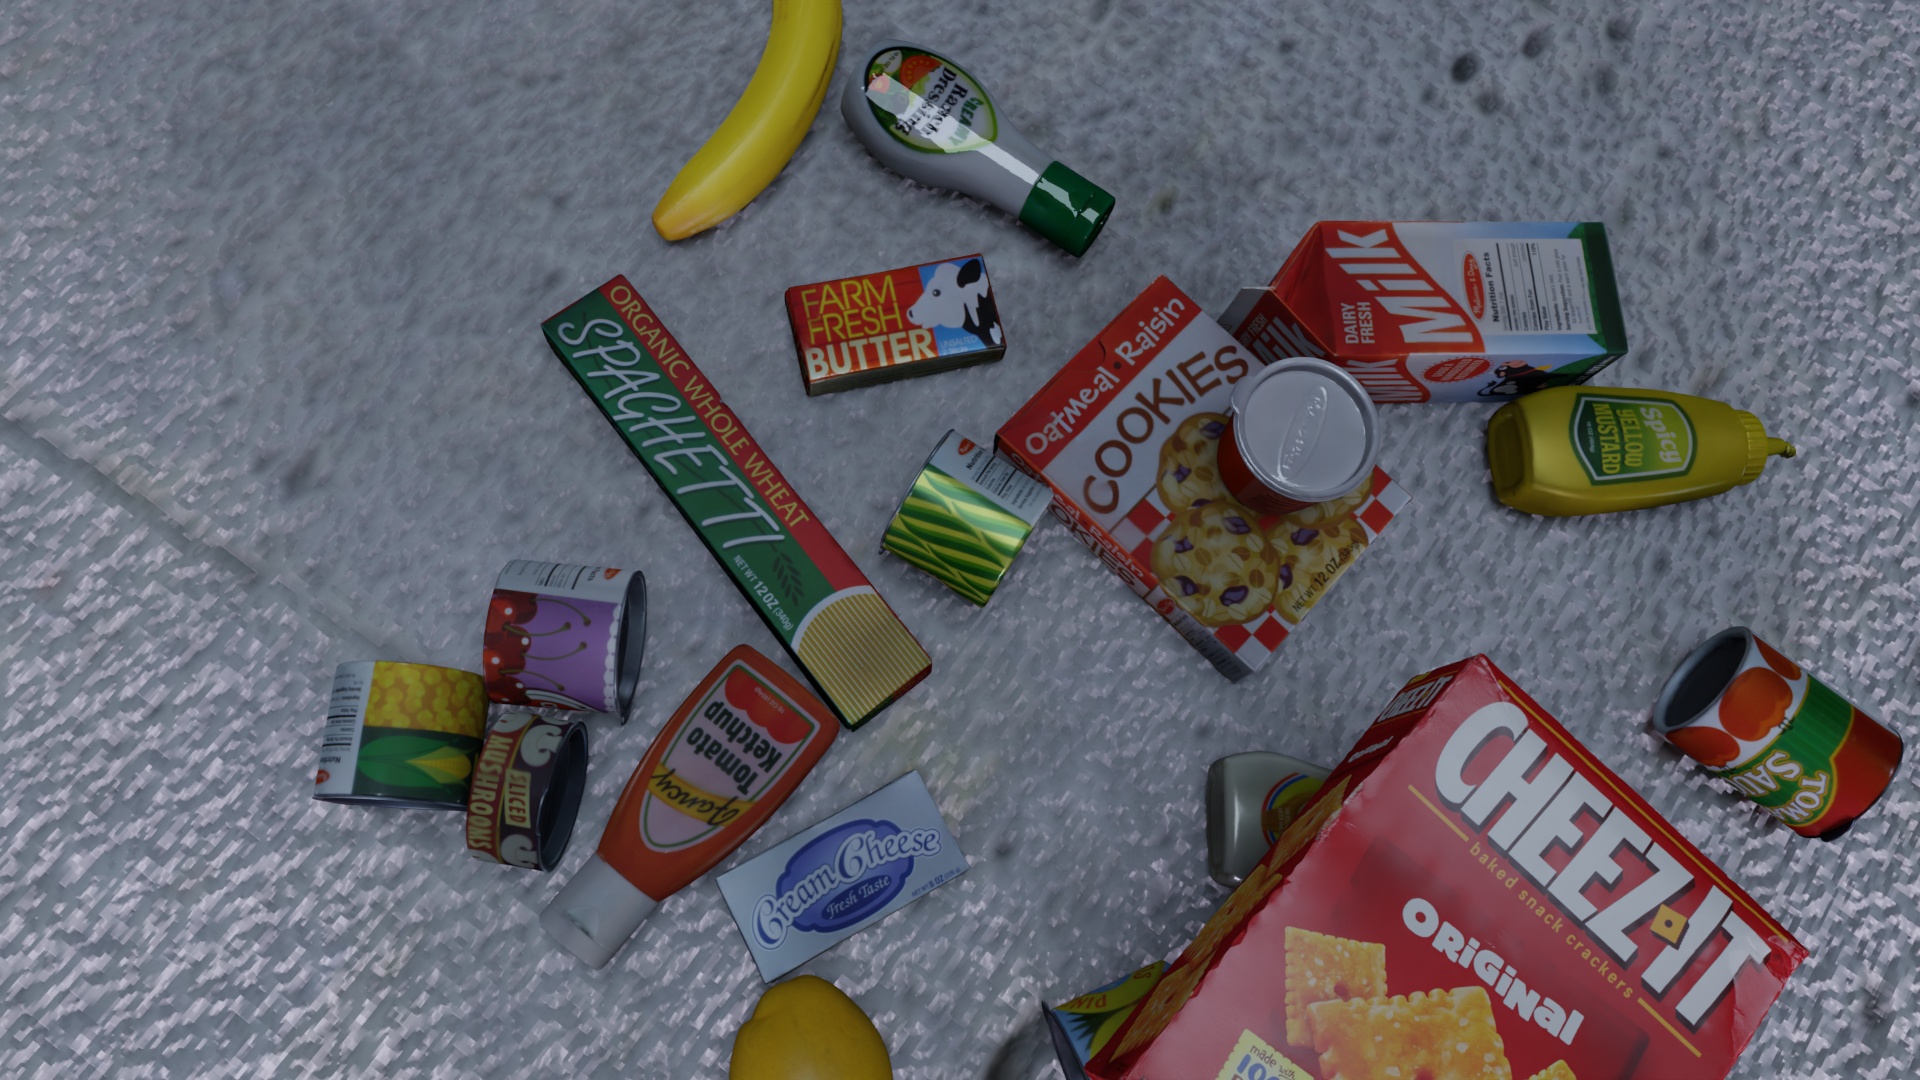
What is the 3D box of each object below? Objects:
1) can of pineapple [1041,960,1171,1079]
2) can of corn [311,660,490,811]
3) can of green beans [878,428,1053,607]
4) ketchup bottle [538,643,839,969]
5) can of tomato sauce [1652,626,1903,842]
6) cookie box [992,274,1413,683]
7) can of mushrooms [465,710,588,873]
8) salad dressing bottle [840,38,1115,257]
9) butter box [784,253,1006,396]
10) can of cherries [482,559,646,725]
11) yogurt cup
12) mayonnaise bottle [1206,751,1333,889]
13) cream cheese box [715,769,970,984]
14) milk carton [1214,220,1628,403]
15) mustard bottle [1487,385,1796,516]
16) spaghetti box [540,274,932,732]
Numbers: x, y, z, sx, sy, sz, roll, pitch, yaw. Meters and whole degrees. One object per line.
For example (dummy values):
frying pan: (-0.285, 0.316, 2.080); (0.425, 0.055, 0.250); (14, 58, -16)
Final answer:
can of pineapple: (0.076, 0.222, 0.602); (0.058, 0.071, 0.071); (-21, 78, -11)
can of corn: (-0.240, 0.087, 0.608); (0.071, 0.071, 0.058); (4, 75, -4)
can of green beans: (0.003, -0.010, 0.656); (0.058, 0.071, 0.071); (32, 75, 3)
ketchup bottle: (-0.123, 0.120, 0.621); (0.065, 0.043, 0.149); (39, 76, 5)
can of tomato sauce: (0.389, 0.093, 0.666); (0.083, 0.071, 0.071); (37, 75, 5)
cookie box: (0.117, -0.032, 0.686); (0.167, 0.040, 0.123); (44, 76, 6)
can of mushrooms: (-0.188, 0.109, 0.603); (0.033, 0.071, 0.071); (11, 75, -1)
salad dressing bottle: (0.010, -0.201, 0.719); (0.148, 0.044, 0.064); (34, 76, 4)
butter box: (-0.033, -0.109, 0.700); (0.104, 0.024, 0.053); (-12, 77, -8)
can of cherries: (-0.176, 0.046, 0.624); (0.058, 0.071, 0.071); (6, 75, -4)
yogurt cup: (0.153, -0.045, 0.644); (0.072, 0.053, 0.072); (2, 76, -6)
mayonnaise bottle: (0.191, 0.133, 0.649); (0.148, 0.041, 0.065); (3, 73, -4)
cream cheese box: (-0.054, 0.151, 0.629); (0.104, 0.024, 0.053); (-27, 78, -12)
milk carton: (0.224, -0.114, 0.702); (0.191, 0.072, 0.073); (-1, 76, -7)
mustard bottle: (0.354, -0.047, 0.709); (0.160, 0.048, 0.065); (-3, 77, -6)
spaghetti box: (-0.109, -0.021, 0.667); (0.050, 0.028, 0.250); (-37, 82, -14)
